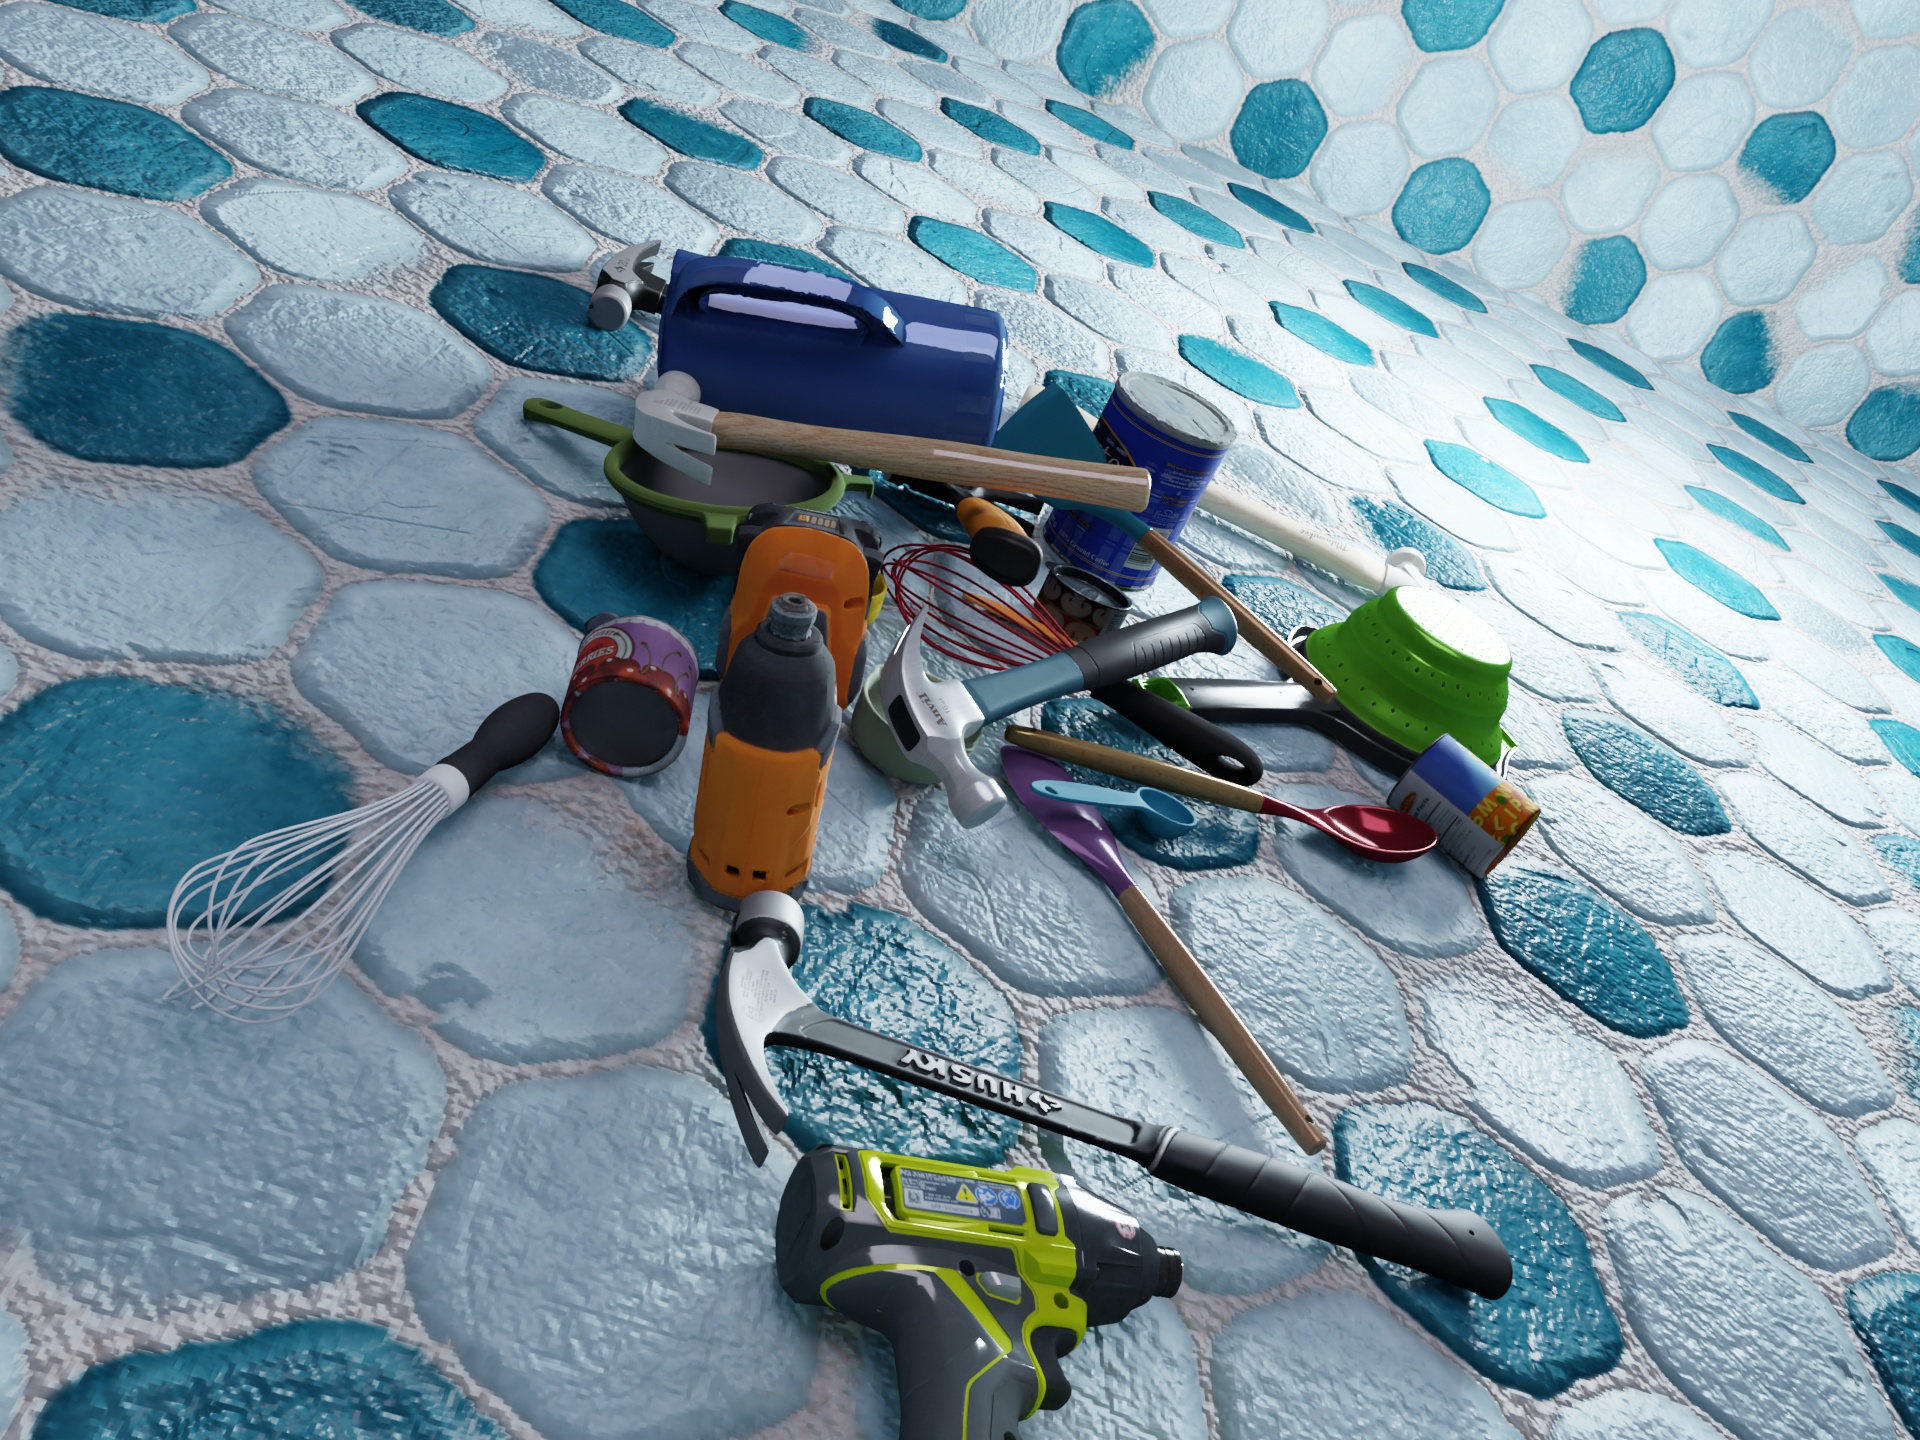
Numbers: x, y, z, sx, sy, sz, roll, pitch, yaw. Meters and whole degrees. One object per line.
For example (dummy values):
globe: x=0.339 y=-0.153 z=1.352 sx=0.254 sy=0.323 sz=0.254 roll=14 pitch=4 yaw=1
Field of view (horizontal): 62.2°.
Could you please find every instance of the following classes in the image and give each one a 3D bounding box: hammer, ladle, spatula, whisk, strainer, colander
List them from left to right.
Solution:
whisk: x=-0.248 y=0.045 z=0.707 sx=0.070 sy=0.070 sz=0.285 roll=28 pitch=27 yaw=2
strainer: x=-0.195 y=-0.149 z=1.039 sx=0.256 sy=0.069 sz=0.151 roll=23 pitch=30 yaw=28
hammer: x=-0.137 y=-0.311 z=1.330 sx=0.334 sy=0.035 sz=0.146 roll=19 pitch=33 yaw=-13
hammer: x=-0.043 y=-0.169 z=1.012 sx=0.331 sy=0.031 sz=0.130 roll=8 pitch=27 yaw=-2
hammer: x=0.020 y=-0.136 z=1.092 sx=0.127 sy=0.034 sz=0.337 roll=21 pitch=13 yaw=-12
whisk: x=0.076 y=-0.035 z=1.066 sx=0.296 sy=0.073 sz=0.073 roll=30 pitch=31 yaw=-5
hammer: x=0.076 y=-0.031 z=0.993 sx=0.331 sy=0.033 sz=0.128 roll=-19 pitch=68 yaw=-47
hammer: x=0.078 y=0.196 z=0.739 sx=0.408 sy=0.036 sz=0.149 roll=22 pitch=26 yaw=-12
spatula: x=0.107 y=0.117 z=0.902 sx=0.059 sy=0.018 sz=0.316 roll=5 pitch=36 yaw=-39
spatula: x=0.152 y=-0.121 z=1.159 sx=0.318 sy=0.082 sz=0.044 roll=44 pitch=-6 yaw=21
hammer: x=0.236 y=-0.194 z=1.438 sx=0.410 sy=0.038 sz=0.146 roll=26 pitch=33 yaw=-1
ladle: x=0.172 y=0.047 z=1.037 sx=0.315 sy=0.031 sz=0.069 roll=15 pitch=19 yaw=-19
colander: x=0.296 y=-0.041 z=1.200 sx=0.397 sy=0.094 sz=0.205 roll=1 pitch=40 yaw=-36

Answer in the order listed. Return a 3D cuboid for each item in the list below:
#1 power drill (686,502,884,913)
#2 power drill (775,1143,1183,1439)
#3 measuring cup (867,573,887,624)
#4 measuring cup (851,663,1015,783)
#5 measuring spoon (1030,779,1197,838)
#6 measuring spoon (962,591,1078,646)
power drill: x=-0.090 y=-0.029 z=0.830 sx=0.084 sy=0.164 sz=0.227 roll=11 pitch=31 yaw=-6
power drill: x=0.026 y=0.260 z=0.579 sx=0.171 sy=0.080 sz=0.223 roll=15 pitch=30 yaw=-19
measuring cup: x=-0.106 y=-0.105 z=1.070 sx=0.062 sy=0.029 sz=0.157 roll=-7 pitch=33 yaw=-37
measuring cup: x=-0.002 y=-0.003 z=0.980 sx=0.083 sy=0.038 sz=0.167 roll=42 pitch=32 yaw=22
measuring spoon: x=0.090 y=0.055 z=0.966 sx=0.128 sy=0.021 sz=0.042 roll=10 pitch=26 yaw=-35
measuring spoon: x=0.053 y=-0.063 z=1.135 sx=0.117 sy=0.011 sz=0.021 roll=26 pitch=20 yaw=5
